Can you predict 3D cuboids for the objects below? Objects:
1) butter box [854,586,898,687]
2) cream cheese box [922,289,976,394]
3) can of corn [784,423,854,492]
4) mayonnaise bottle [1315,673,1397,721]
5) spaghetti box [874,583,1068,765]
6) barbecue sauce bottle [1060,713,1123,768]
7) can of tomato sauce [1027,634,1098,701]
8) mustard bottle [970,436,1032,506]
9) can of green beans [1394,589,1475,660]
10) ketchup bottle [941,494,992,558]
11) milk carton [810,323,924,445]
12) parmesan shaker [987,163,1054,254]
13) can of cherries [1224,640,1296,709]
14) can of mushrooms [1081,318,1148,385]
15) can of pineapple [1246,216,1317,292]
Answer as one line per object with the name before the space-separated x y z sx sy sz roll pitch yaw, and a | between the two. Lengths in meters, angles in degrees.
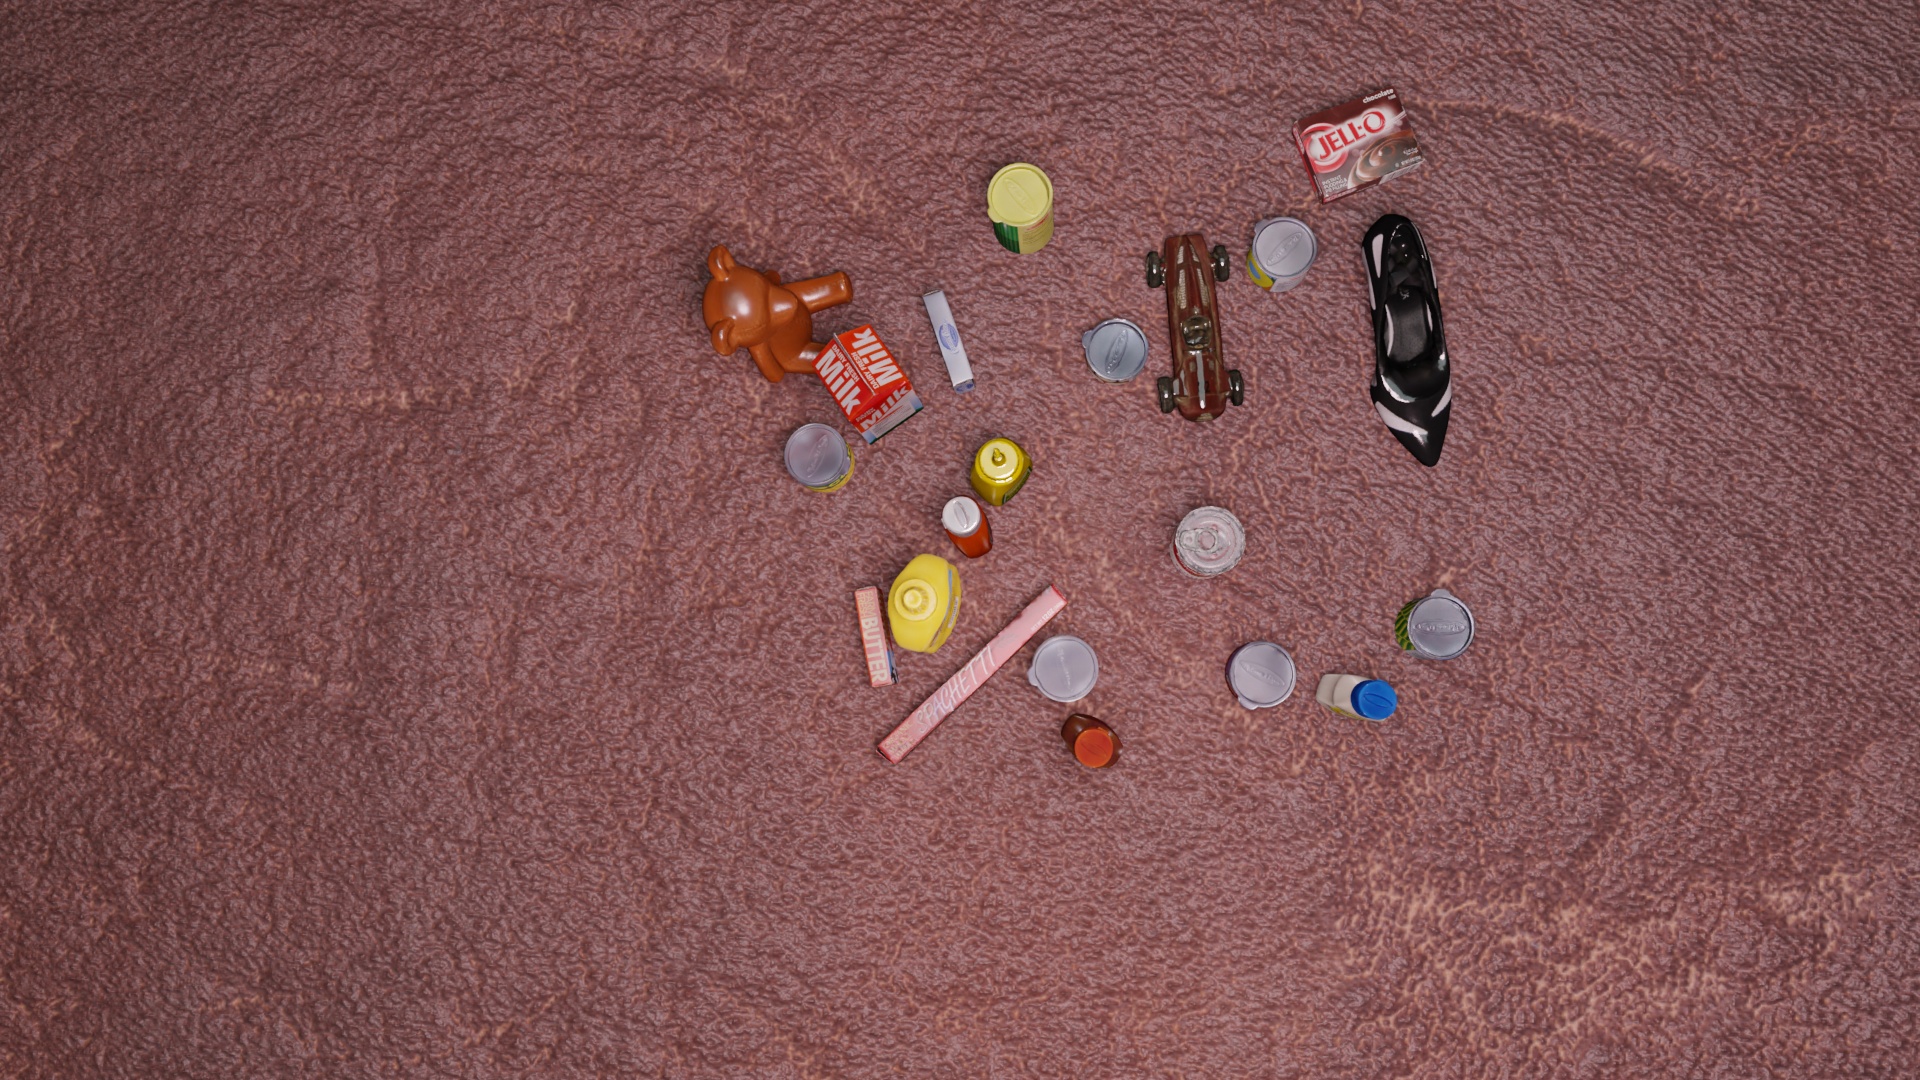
butter box | -0.087 0.101 1.447 0.024 0.053 0.103 -11 84 3
cream cheese box | -0.011 -0.209 1.471 0.024 0.053 0.104 -19 84 2
can of corn | -0.145 -0.085 1.466 0.071 0.058 0.071 0 85 4
mayonnaise bottle | 0.392 0.155 1.361 0.065 0.148 0.041 21 87 6
spaghetti box | 0.013 0.139 1.438 0.250 0.050 0.029 -43 84 -1
barbecue sauce bottle | 0.131 0.200 1.374 0.065 0.148 0.043 32 88 6
can of tomato sauce | 0.105 0.131 1.416 0.071 0.083 0.071 0 85 4
mustard bottle | 0.040 -0.073 1.401 0.049 0.160 0.065 40 89 6
can of green beans | 0.479 0.088 1.406 0.071 0.058 0.071 0 85 4
ketchup bottle | 0.005 -0.018 1.404 0.043 0.148 0.065 -23 84 2
milk carton | -0.094 -0.159 1.403 0.073 0.190 0.072 -35 84 1
parmesan shaker | 0.062 -0.344 1.454 0.071 0.103 0.071 0 85 4
can of cherries | 0.302 0.138 1.414 0.071 0.058 0.071 0 85 4
can of mushrooms | 0.163 -0.200 1.468 0.071 0.033 0.071 0 85 4
can of pineapple | 0.335 -0.300 1.454 0.071 0.058 0.071 0 85 4
